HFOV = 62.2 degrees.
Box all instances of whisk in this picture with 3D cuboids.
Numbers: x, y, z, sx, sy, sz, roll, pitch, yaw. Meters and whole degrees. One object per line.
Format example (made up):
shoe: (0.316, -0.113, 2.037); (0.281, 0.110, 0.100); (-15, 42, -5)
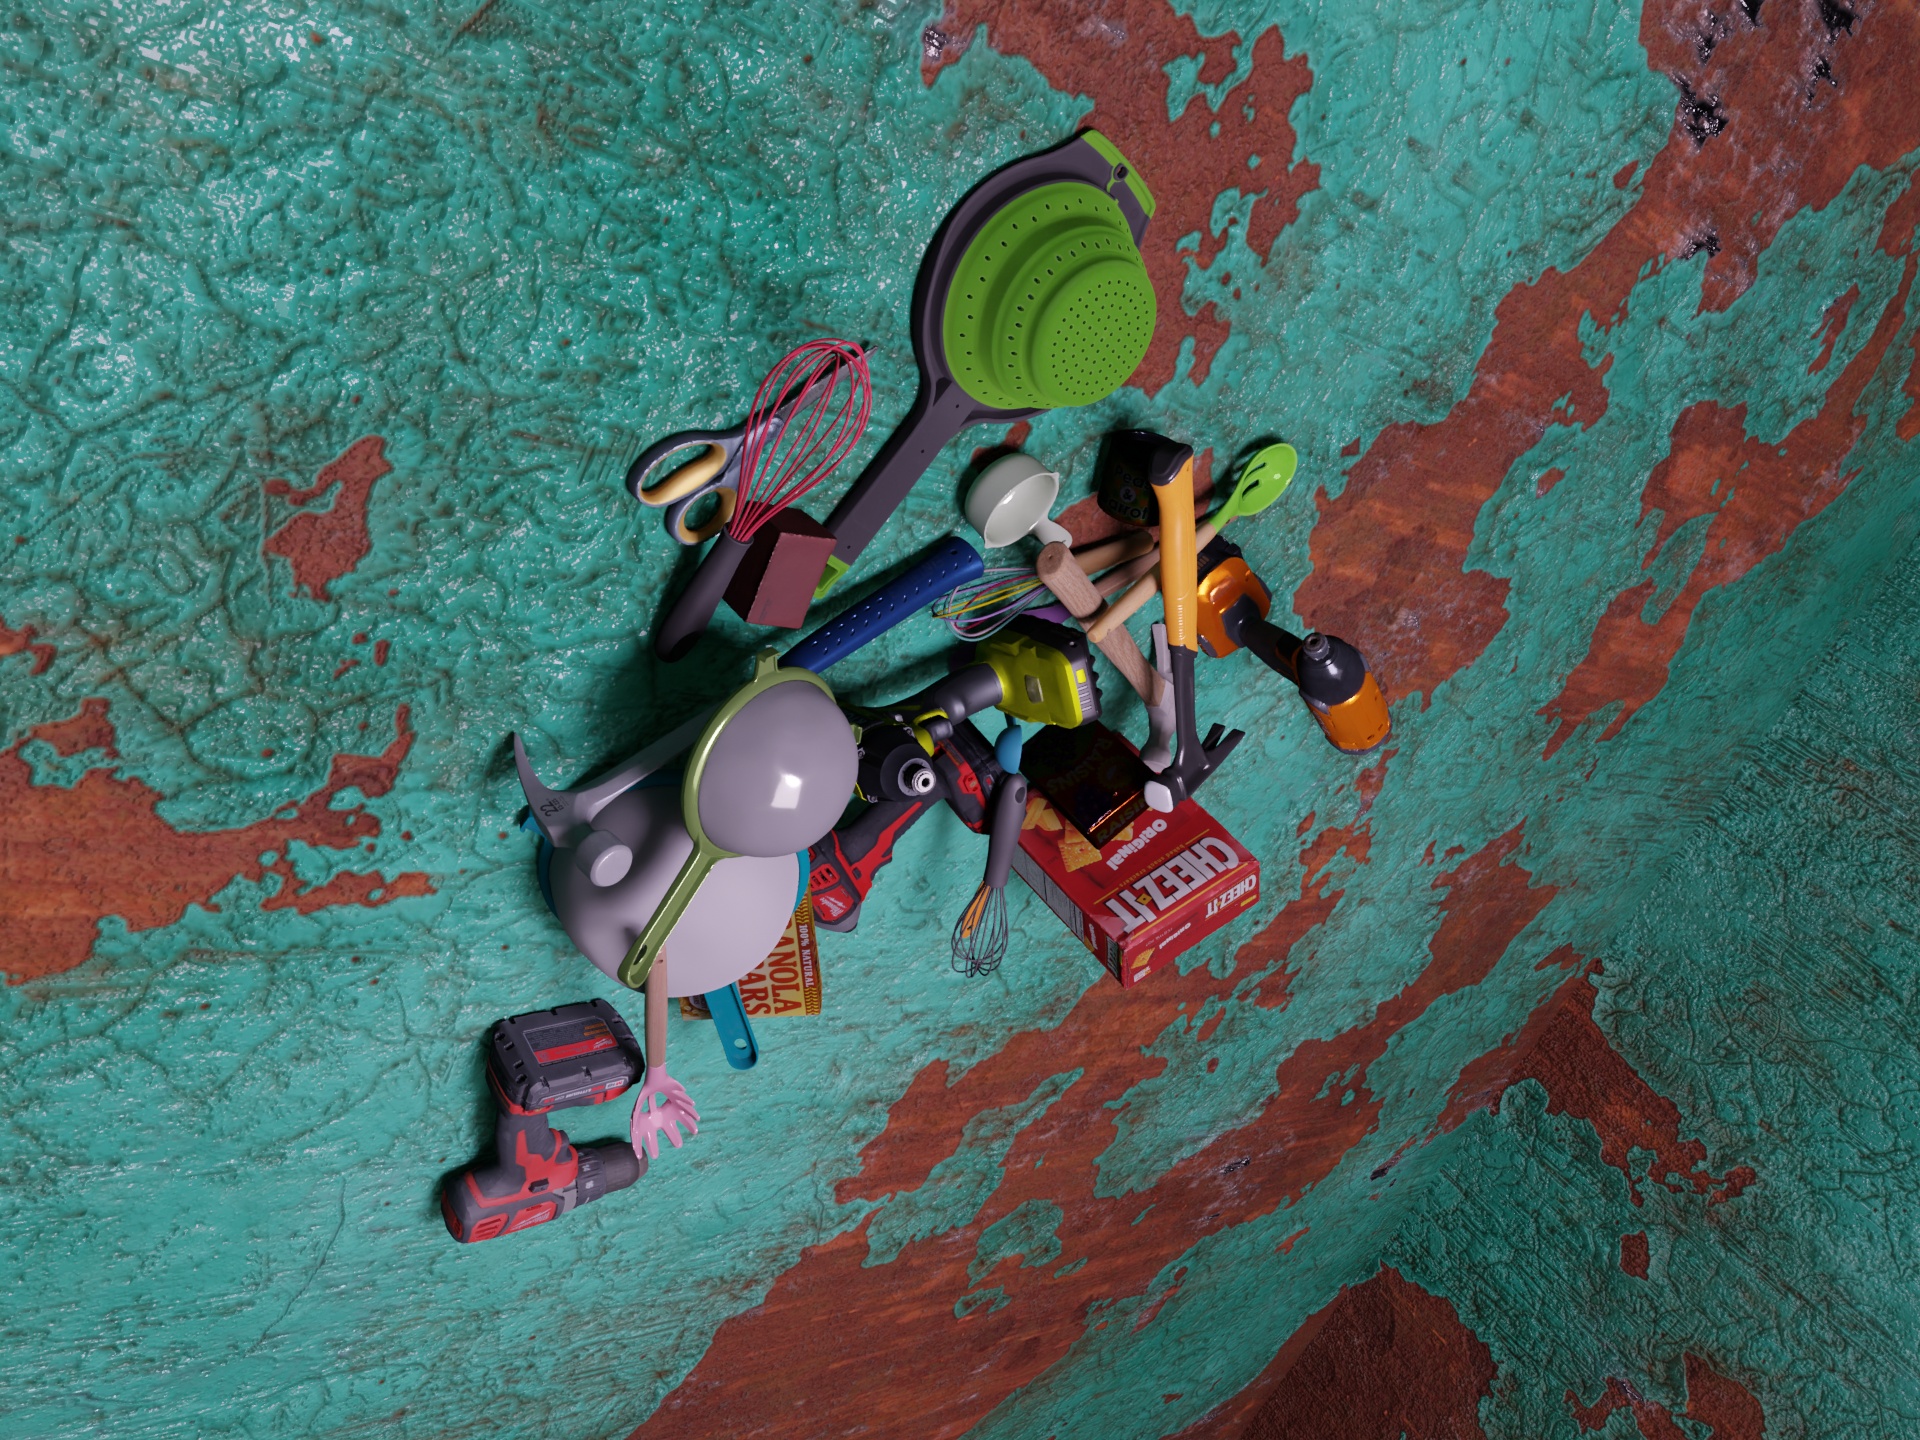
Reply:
whisk: (0.029, 0.143, 1.436); (0.055, 0.055, 0.238); (-15, 132, -32)
whisk: (-0.144, -0.143, 1.098); (0.073, 0.073, 0.295); (0, 138, -42)
whisk: (0.077, -0.121, 1.355); (0.245, 0.051, 0.047); (-23, 163, -33)

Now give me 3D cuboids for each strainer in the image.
strainer: (-0.210, 0.193, 1.263); (0.211, 0.095, 0.340); (-11, 129, 0)
strainer: (-0.149, 0.086, 1.118); (0.256, 0.069, 0.151); (-58, 148, -10)

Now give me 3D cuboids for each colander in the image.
colander: (0.024, -0.233, 1.169); (0.397, 0.095, 0.204); (-52, 142, 8)

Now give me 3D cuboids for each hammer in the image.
hammer: (-0.147, -0.032, 1.198); (0.405, 0.144, 0.035); (-35, 144, -27)
hammer: (0.194, -0.085, 1.363); (0.127, 0.034, 0.336); (-40, 135, -36)
hammer: (0.139, -0.070, 1.403); (0.331, 0.031, 0.130); (43, 57, -57)

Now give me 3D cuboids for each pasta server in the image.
pasta server: (-0.238, 0.263, 1.261); (0.060, 0.040, 0.316); (-20, 148, -24)

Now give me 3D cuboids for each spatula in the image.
spatula: (0.123, -0.114, 1.430); (0.316, 0.018, 0.059); (-31, 135, -16)

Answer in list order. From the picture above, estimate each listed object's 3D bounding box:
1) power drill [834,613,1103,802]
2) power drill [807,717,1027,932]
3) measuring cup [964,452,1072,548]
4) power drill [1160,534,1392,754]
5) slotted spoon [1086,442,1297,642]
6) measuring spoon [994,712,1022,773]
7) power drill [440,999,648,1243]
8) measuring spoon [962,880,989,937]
power drill: (-0.002, -0.004, 1.287); (0.223, 0.171, 0.080); (-25, 115, -25)
power drill: (-0.057, 0.102, 1.418); (0.219, 0.079, 0.143); (-35, 141, -9)
measuring cup: (0.054, -0.172, 1.309); (0.083, 0.038, 0.167); (-45, 159, 9)
power drill: (0.285, -0.075, 1.441); (0.084, 0.227, 0.164); (-45, 142, -1)
slotted spoon: (0.204, -0.157, 1.391); (0.314, 0.031, 0.070); (-42, 146, -34)
measuring spoon: (0.036, 0.002, 1.386); (0.021, 0.129, 0.042); (5, 119, -8)
power drill: (-0.341, 0.353, 1.386); (0.187, 0.080, 0.226); (-6, 130, -39)
measuring spoon: (0.026, 0.176, 1.609); (0.021, 0.011, 0.117); (-1, 125, -42)
